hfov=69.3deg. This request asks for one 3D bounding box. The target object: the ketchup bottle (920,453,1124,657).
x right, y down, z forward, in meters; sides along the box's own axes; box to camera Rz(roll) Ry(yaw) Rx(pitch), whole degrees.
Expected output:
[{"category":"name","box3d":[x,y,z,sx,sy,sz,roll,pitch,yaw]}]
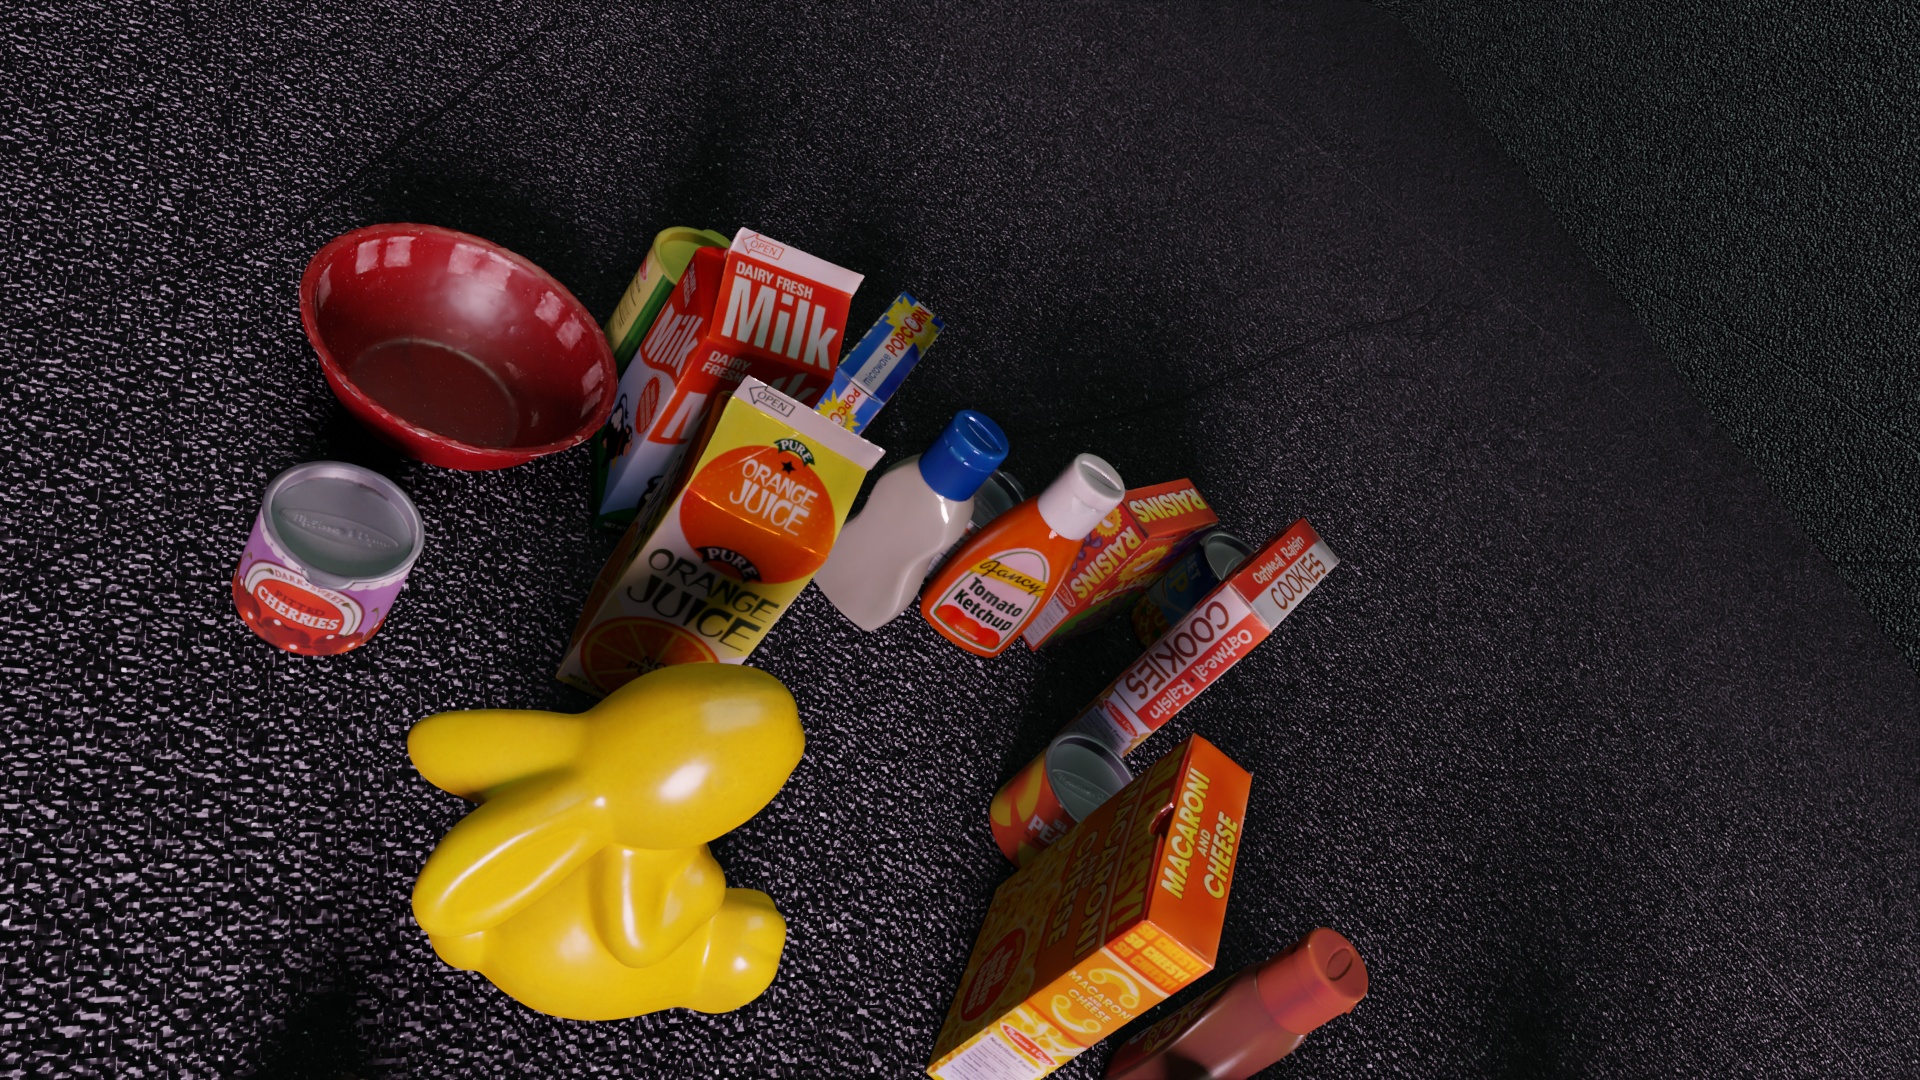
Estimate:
[{"category":"ketchup bottle","box3d":[0.039,0.007,0.829,0.064,0.148,0.044,33,36,-12]}]

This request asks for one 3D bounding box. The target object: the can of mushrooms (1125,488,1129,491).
[{"category":"can of mushrooms","box3d":[0.113,-0.007,1.011,0.071,0.033,0.071,25,39,-22]}]

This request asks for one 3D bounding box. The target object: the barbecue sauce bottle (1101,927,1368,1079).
[{"category":"barbecue sauce bottle","box3d":[0.134,0.238,0.677,0.044,0.147,0.065,52,37,13]}]

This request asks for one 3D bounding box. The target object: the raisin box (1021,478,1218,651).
[{"category":"raisin box","box3d":[0.097,0.016,0.895,0.086,0.122,0.040,-11,61,-48]}]

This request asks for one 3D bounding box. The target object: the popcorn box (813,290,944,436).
[{"category":"popcorn box","box3d":[-0.064,-0.099,0.897,0.038,0.085,0.127,38,36,-6]}]

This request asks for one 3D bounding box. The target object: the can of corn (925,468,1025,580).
[{"category":"can of corn","box3d":[0.003,-0.011,0.892,0.071,0.058,0.071,25,39,-22]}]

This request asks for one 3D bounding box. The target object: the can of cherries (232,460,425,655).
[{"category":"can of cherries","box3d":[-0.278,0.010,0.608,0.071,0.058,0.072,25,39,-22]}]

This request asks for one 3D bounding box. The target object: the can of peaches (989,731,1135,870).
[{"category":"can of peaches","box3d":[0.058,0.152,0.774,0.071,0.057,0.071,25,39,-22]}]

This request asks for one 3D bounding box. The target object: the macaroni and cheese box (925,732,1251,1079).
[{"category":"macaroni and cheese box","box3d":[0.060,0.180,0.654,0.040,0.165,0.124,38,36,-6]}]

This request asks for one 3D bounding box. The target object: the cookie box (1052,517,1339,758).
[{"category":"cookie box","box3d":[0.144,0.066,0.849,0.040,0.166,0.123,48,36,8]}]

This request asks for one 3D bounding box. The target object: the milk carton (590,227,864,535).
[{"category":"milk carton","box3d":[-0.127,-0.083,0.733,0.072,0.189,0.074,16,43,-32]}]

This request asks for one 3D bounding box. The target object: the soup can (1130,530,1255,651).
[{"category":"soup can","box3d":[0.167,0.042,0.967,0.071,0.083,0.072,25,39,-22]}]

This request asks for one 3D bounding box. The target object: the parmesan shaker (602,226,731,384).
[{"category":"parmesan shaker","box3d":[-0.169,-0.124,0.811,0.071,0.102,0.072,25,39,-22]}]

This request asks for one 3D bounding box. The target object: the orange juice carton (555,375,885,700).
[{"category":"orange juice carton","box3d":[-0.113,0.002,0.655,0.072,0.191,0.073,29,38,-18]}]

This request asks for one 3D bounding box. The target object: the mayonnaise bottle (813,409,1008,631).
[{"category":"mayonnaise bottle","box3d":[-0.028,-0.013,0.789,0.065,0.147,0.041,47,36,7]}]
